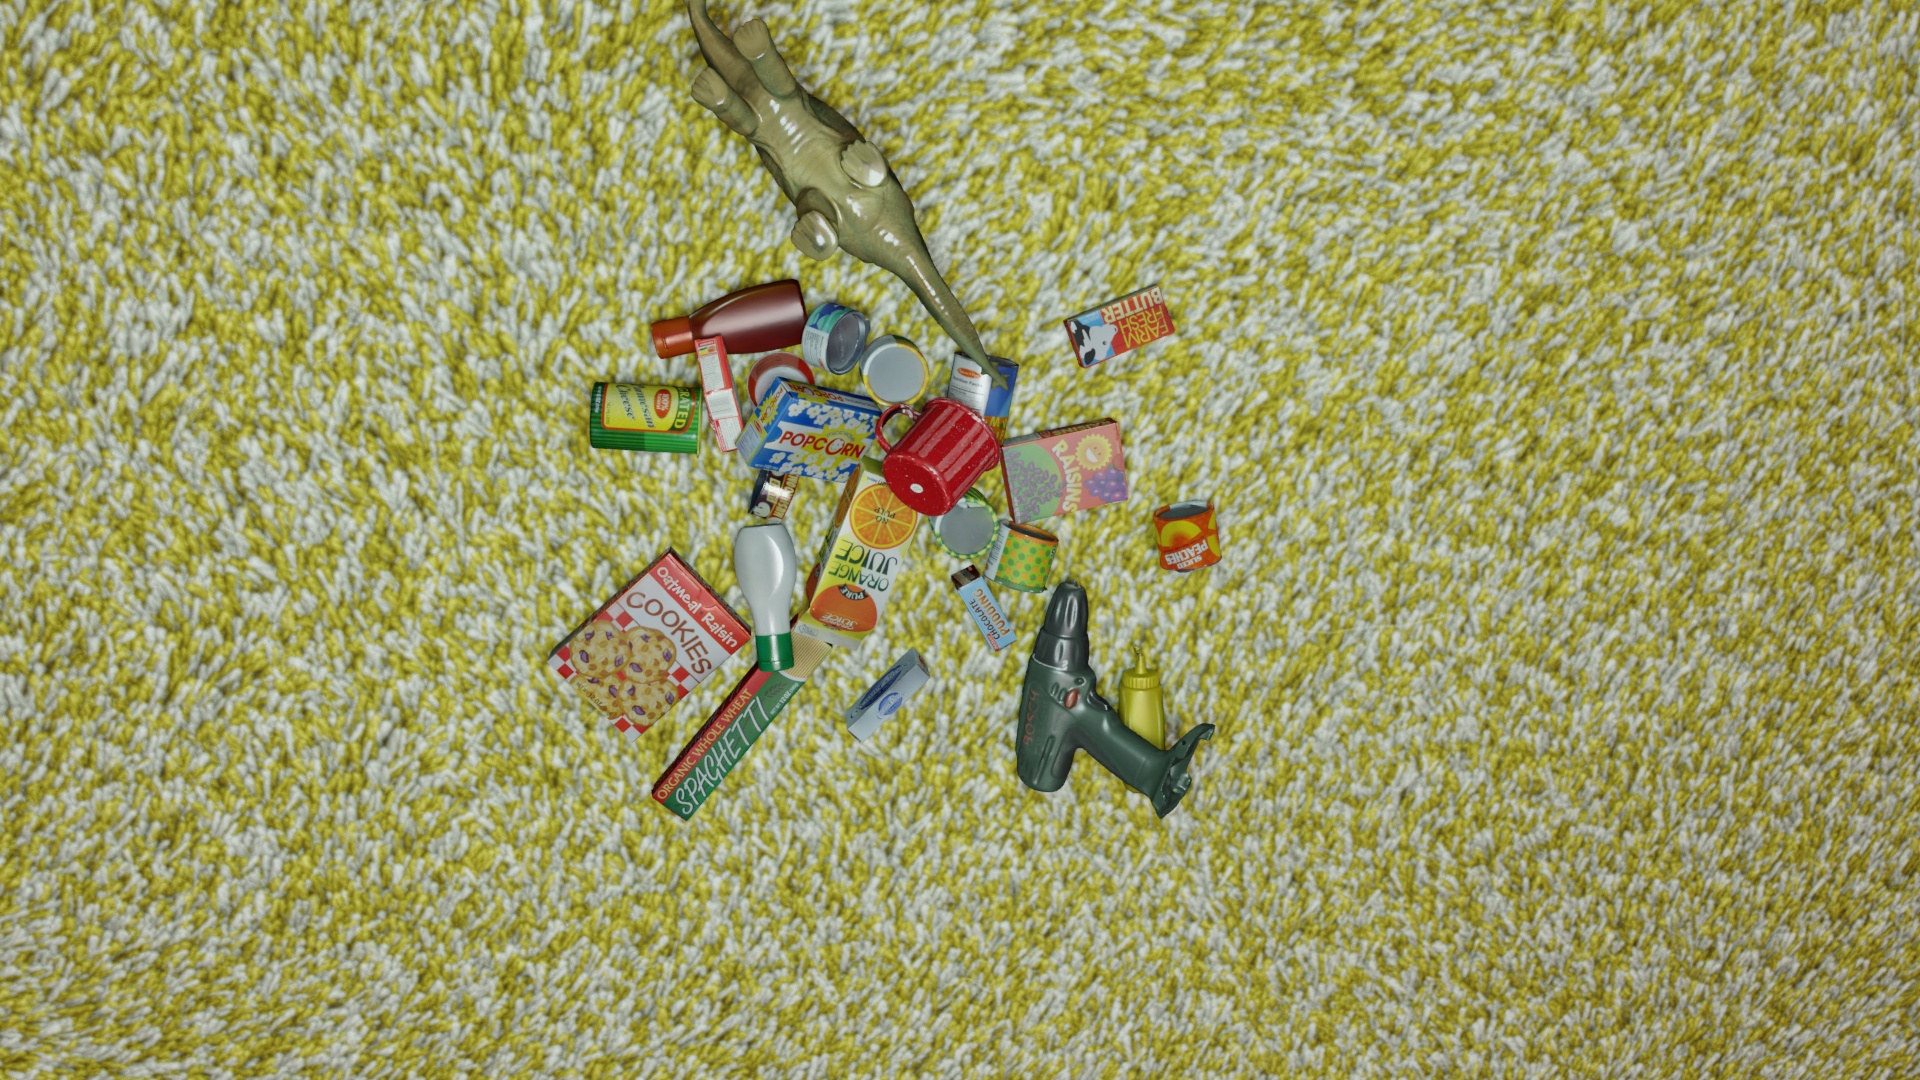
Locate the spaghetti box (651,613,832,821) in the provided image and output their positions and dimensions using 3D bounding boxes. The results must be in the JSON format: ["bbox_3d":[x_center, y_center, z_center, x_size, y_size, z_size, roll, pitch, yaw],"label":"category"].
[{"bbox_3d":[-0.230,0.188,1.460,0.050,0.029,0.250,39,96,-15],"label":"spaghetti box"}]

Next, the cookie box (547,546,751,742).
[{"bbox_3d":[-0.316,0.106,1.420,0.167,0.040,0.122,-41,107,3],"label":"cookie box"}]

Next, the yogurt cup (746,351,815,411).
[{"bbox_3d":[-0.176,-0.149,1.367,0.072,0.054,0.072,-2,105,-8],"label":"yogurt cup"}]

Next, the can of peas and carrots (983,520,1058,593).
[{"bbox_3d":[0.065,0.017,1.440,0.071,0.071,0.058,14,102,-12],"label":"can of peas and carrots"}]

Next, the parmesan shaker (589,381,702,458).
[{"bbox_3d":[-0.304,-0.116,1.347,0.103,0.071,0.071,2,105,-9],"label":"parmesan shaker"}]

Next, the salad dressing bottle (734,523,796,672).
[{"bbox_3d":[-0.194,0.058,1.407,0.064,0.044,0.147,-3,94,24],"label":"salad dressing bottle"}]

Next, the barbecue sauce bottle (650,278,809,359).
[{"bbox_3d":[-0.223,-0.209,1.349,0.149,0.044,0.064,-13,111,-4],"label":"barbecue sauce bottle"}]

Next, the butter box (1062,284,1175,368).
[{"bbox_3d":[0.162,-0.218,1.414,0.103,0.024,0.053,-22,106,-2],"label":"butter box"}]

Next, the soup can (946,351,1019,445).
[{"bbox_3d":[0.020,-0.142,1.393,0.071,0.071,0.083,9,104,-11],"label":"soup can"}]

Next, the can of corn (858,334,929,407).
[{"bbox_3d":[-0.064,-0.166,1.376,0.071,0.058,0.071,-2,105,-8],"label":"can of corn"}]

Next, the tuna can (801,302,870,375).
[{"bbox_3d":[-0.121,-0.199,1.355,0.033,0.071,0.071,23,103,26],"label":"tuna can"}]

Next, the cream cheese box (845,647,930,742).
[{"bbox_3d":[-0.077,0.163,1.464,0.104,0.053,0.024,-44,104,4],"label":"cream cheese box"}]

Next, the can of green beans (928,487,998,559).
[{"bbox_3d":[0.003,-0.019,1.425,0.071,0.058,0.071,-2,105,-8],"label":"can of green beans"}]

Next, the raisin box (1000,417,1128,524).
[{"bbox_3d":[0.106,-0.073,1.437,0.123,0.040,0.086,-12,105,-6],"label":"raisin box"}]

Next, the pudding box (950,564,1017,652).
[{"bbox_3d":[0.024,0.071,1.457,0.030,0.050,0.083,-30,107,-1],"label":"pudding box"}]

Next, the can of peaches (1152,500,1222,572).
[{"bbox_3d":[0.238,-0.005,1.458,0.071,0.071,0.058,-12,105,-5],"label":"can of peaches"}]

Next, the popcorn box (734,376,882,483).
[{"bbox_3d":[-0.144,-0.105,1.344,0.127,0.038,0.085,8,126,-47],"label":"popcorn box"}]

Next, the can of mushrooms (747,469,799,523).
[{"bbox_3d":[-0.185,-0.052,1.382,0.033,0.071,0.071,21,101,-15],"label":"can of mushrooms"}]

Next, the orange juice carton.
[{"bbox_3d":[-0.103,0.018,1.411,0.072,0.073,0.192,20,101,-15],"label":"orange juice carton"}]

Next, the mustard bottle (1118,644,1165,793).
[{"bbox_3d":[0.197,0.191,1.508,0.049,0.065,0.159,-3,101,-3],"label":"mustard bottle"}]
